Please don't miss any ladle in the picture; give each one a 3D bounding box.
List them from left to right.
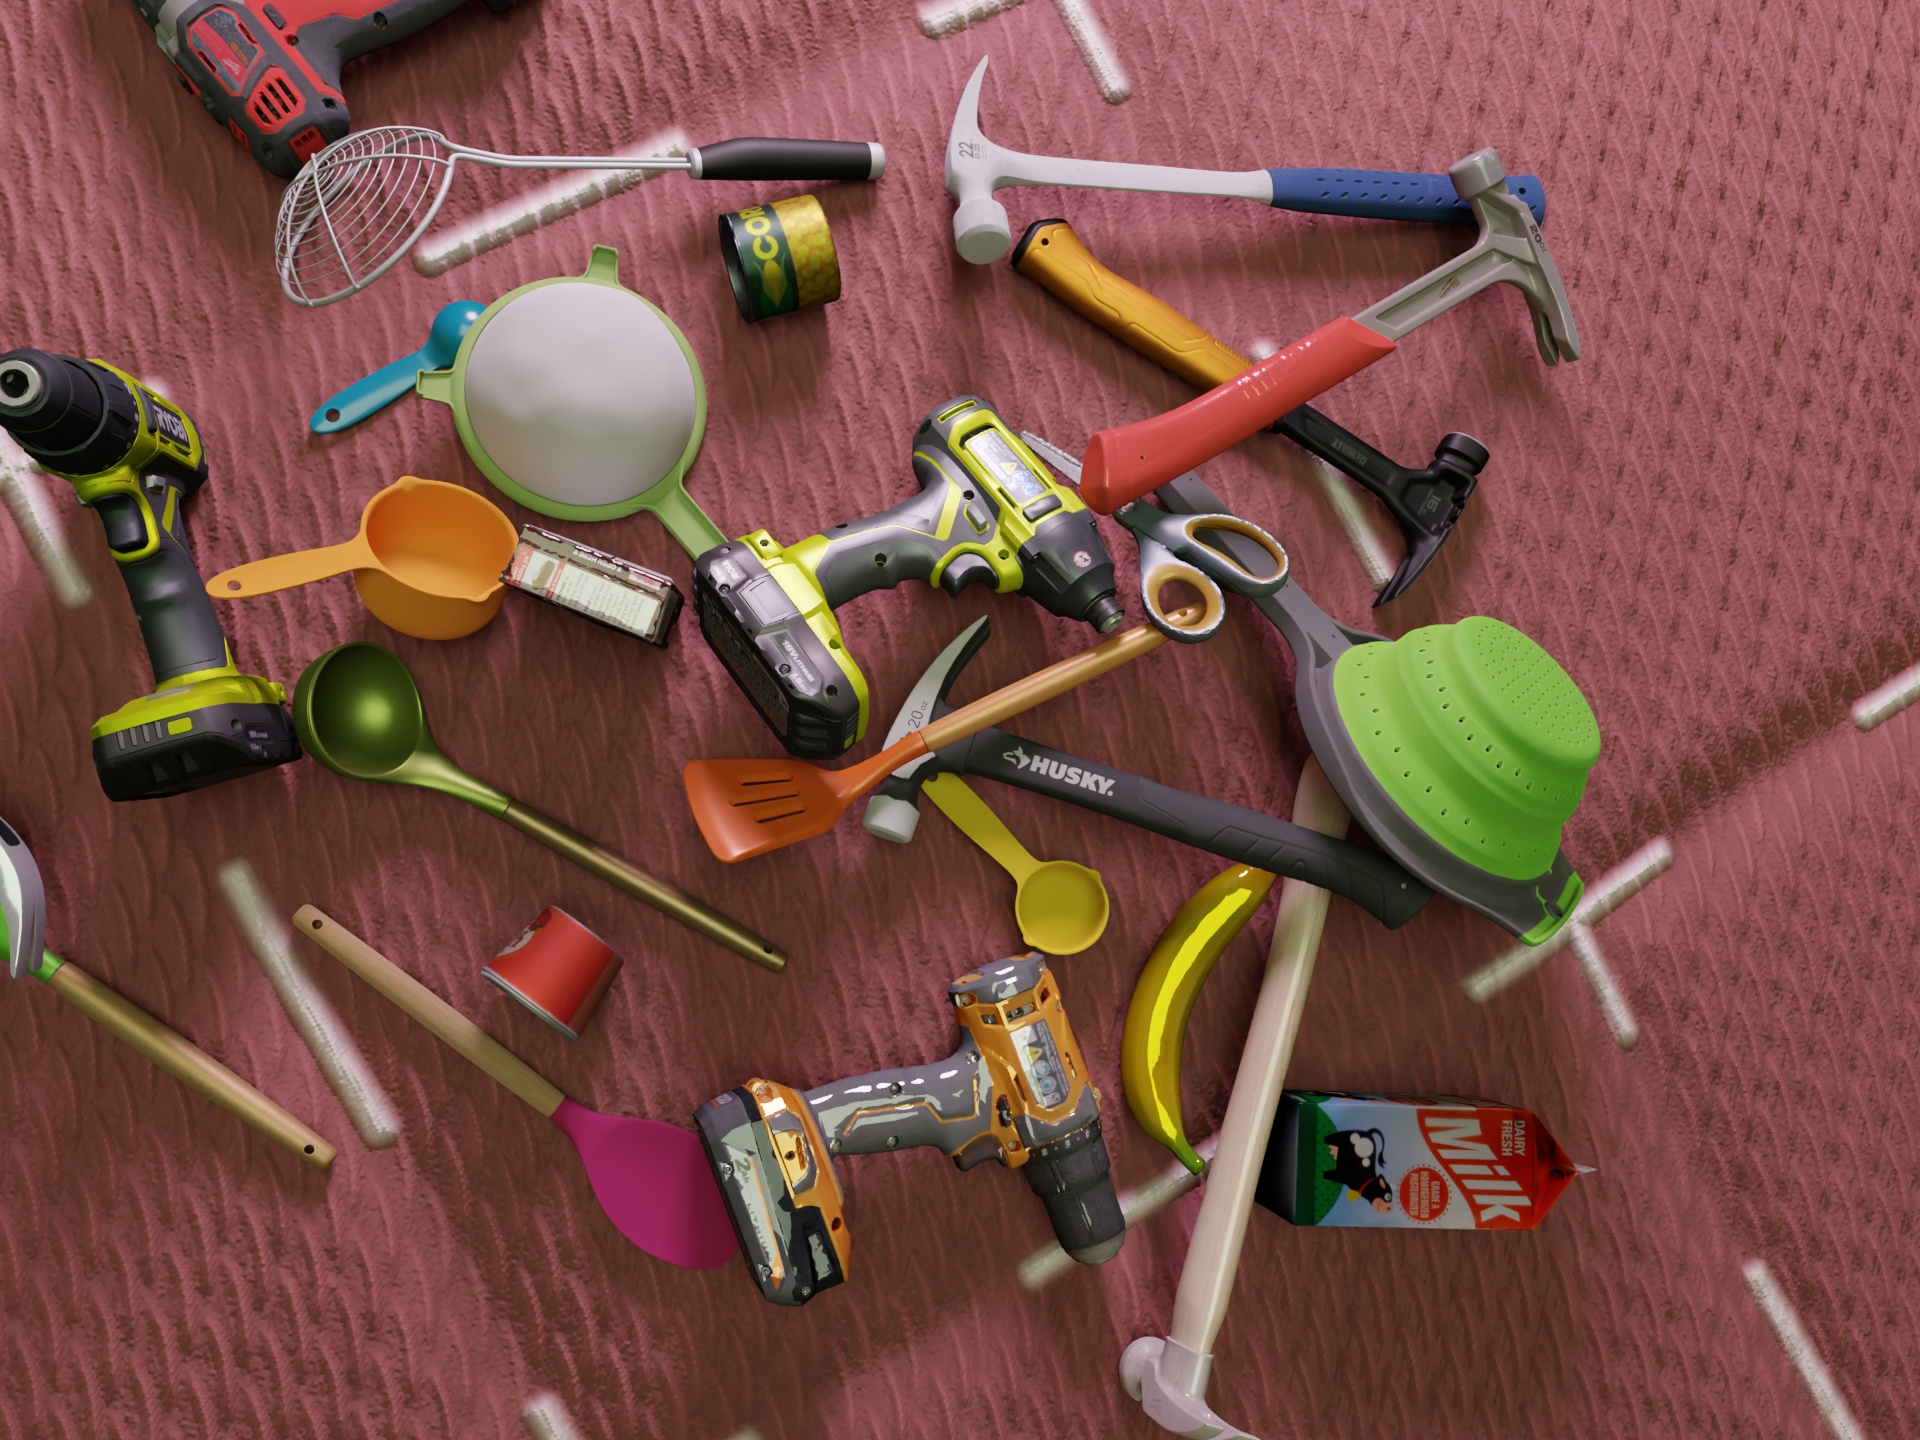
[{"bbox_3d":[-0.236,0.059,0.920,0.320,0.062,0.078,31,51,-8],"label":"ladle"}]

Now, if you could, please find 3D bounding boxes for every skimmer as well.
[{"bbox_3d":[-0.223,-0.309,0.963,0.363,0.090,0.127,-8,46,-21],"label":"skimmer"}]

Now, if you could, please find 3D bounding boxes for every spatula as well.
[{"bbox_3d":[-0.001,-0.003,0.929,0.322,0.041,0.081,-25,50,-5],"label":"spatula"}]

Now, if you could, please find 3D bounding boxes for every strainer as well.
[{"bbox_3d":[-0.186,-0.156,0.936,0.151,0.069,0.256,-42,96,-18],"label":"strainer"}]

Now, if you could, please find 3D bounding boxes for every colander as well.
[{"bbox_3d":[0.254,-0.055,0.955,0.397,0.094,0.204,50,37,12],"label":"colander"}]

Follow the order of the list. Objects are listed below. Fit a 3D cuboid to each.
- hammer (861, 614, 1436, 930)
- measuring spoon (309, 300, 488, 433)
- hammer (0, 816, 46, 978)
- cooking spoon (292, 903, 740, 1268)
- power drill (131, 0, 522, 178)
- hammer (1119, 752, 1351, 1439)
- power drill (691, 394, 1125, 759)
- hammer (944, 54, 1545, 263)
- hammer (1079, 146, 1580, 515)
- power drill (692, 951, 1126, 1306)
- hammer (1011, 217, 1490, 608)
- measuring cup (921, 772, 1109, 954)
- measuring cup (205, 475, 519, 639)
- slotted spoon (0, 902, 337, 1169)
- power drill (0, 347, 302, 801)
[{"bbox_3d":[0.120,0.047,0.946,0.335,0.035,0.146,18,77,9],"label":"hammer"},{"bbox_3d":[-0.332,-0.209,0.947,0.128,0.021,0.042,-36,91,-13],"label":"measuring spoon"},{"bbox_3d":[-0.610,0.185,0.836,0.128,0.033,0.331,36,87,-6],"label":"hammer"},{"bbox_3d":[-0.253,0.208,0.919,0.319,0.017,0.069,39,72,-4],"label":"cooking spoon"},{"bbox_3d":[-0.378,-0.454,0.940,0.227,0.080,0.188,-40,91,-8],"label":"power drill"},{"bbox_3d":[0.182,0.209,0.940,0.038,0.146,0.411,19,77,-8],"label":"hammer"},{"bbox_3d":[-0.027,-0.079,0.926,0.223,0.080,0.171,-31,70,-20],"label":"power drill"},{"bbox_3d":[0.187,-0.351,1.030,0.405,0.035,0.144,-1,65,-13],"label":"hammer"},{"bbox_3d":[0.229,-0.215,0.987,0.359,0.037,0.149,-32,103,-17],"label":"hammer"},{"bbox_3d":[-0.020,0.258,0.923,0.226,0.084,0.185,-20,88,-17],"label":"power drill"},{"bbox_3d":[0.176,-0.210,1.026,0.337,0.034,0.127,33,79,-5],"label":"hammer"},{"bbox_3d":[0.027,0.081,0.981,0.062,0.029,0.156,-43,80,-9],"label":"measuring cup"},{"bbox_3d":[-0.332,-0.077,0.884,0.173,0.052,0.095,-21,67,-39],"label":"measuring cup"},{"bbox_3d":[-0.481,0.157,0.883,0.313,0.031,0.070,37,80,-6],"label":"slotted spoon"},{"bbox_3d":[-0.432,-0.078,0.836,0.080,0.190,0.228,-17,92,-9],"label":"power drill"}]
